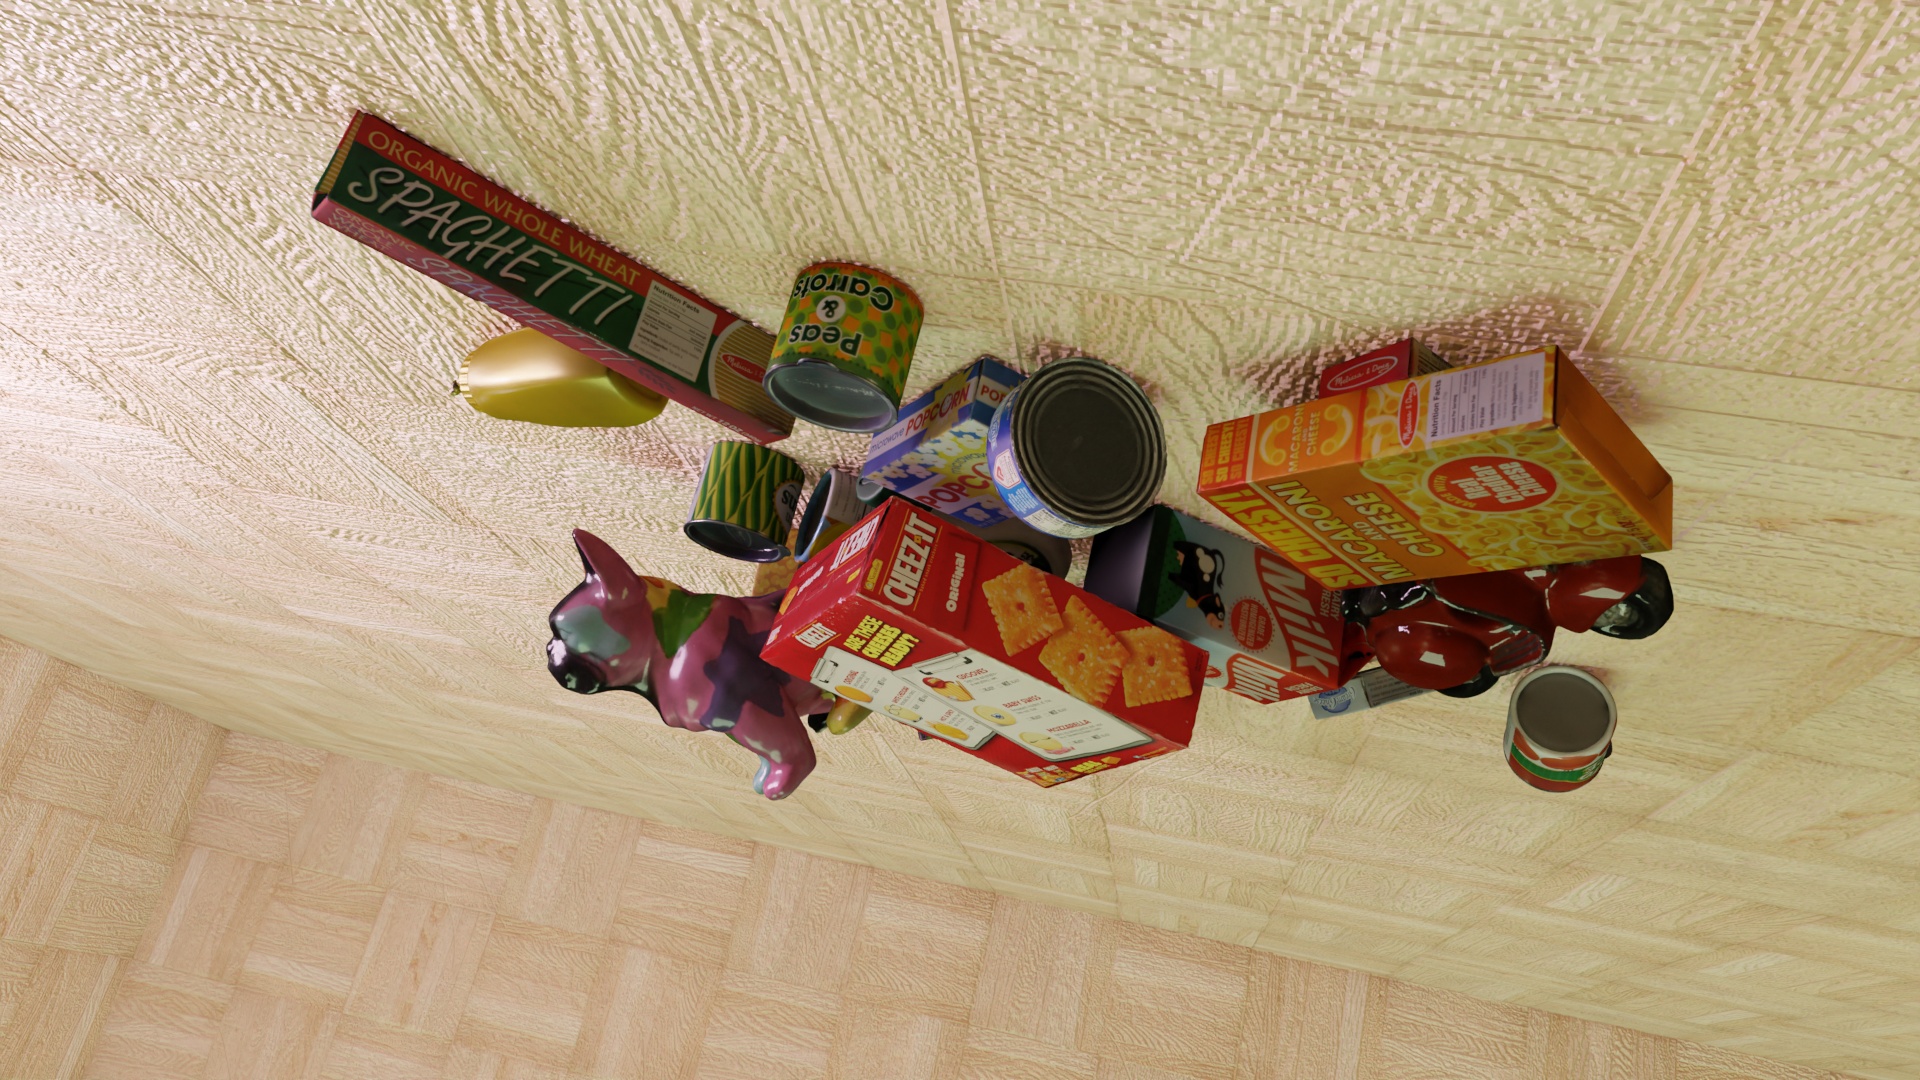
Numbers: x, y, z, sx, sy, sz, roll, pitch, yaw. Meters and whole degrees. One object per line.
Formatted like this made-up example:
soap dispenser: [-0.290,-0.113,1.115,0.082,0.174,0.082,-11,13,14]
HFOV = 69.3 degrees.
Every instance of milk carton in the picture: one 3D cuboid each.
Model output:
milk carton: [0.175,0.049,0.870,0.190,0.074,0.072,22,157,-21]

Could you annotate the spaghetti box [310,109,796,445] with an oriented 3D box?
spaghetti box: [-0.187,-0.122,0.683,0.250,0.050,0.028,27,154,-31]

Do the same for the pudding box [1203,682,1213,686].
pudding box: [0.171,0.087,1.034,0.083,0.030,0.049,0,157,32]

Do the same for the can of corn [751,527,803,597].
can of corn: [-0.115,0.026,0.999,0.058,0.071,0.071,15,159,-1]

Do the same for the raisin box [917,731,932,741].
raisin box: [0.001,0.112,1.120,0.040,0.086,0.123,-7,172,-31]

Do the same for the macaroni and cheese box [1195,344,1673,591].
macaroni and cheese box: [0.211,-0.025,0.625,0.166,0.040,0.123,-10,149,44]

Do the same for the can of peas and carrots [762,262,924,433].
can of peas and carrots: [-0.056,-0.093,0.664,0.071,0.059,0.070,12,159,5]

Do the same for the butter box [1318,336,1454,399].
butter box: [0.219,-0.055,0.640,0.103,0.024,0.053,25,156,-29]

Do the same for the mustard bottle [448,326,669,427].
mustard bottle: [-0.238,-0.094,0.791,0.160,0.049,0.065,2,157,31]

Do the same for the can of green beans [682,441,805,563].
can of green beans: [-0.139,-0.024,0.896,0.071,0.058,0.071,12,159,5]

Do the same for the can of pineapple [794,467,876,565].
can of pineapple: [-0.069,-0.005,0.888,0.058,0.071,0.070,21,158,-17]

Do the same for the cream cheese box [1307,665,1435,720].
cream cheese box: [0.288,0.095,0.926,0.104,0.024,0.053,-10,170,-30]

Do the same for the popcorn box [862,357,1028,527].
popcorn box: [0.012,-0.050,0.763,0.085,0.038,0.126,24,157,-24]

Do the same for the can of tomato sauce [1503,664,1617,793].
can of tomato sauce: [0.407,0.128,0.940,0.071,0.071,0.083,5,157,21]

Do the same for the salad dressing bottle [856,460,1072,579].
salad dressing bottle: [0.003,-0.011,0.861,0.147,0.044,0.064,28,140,-32]
